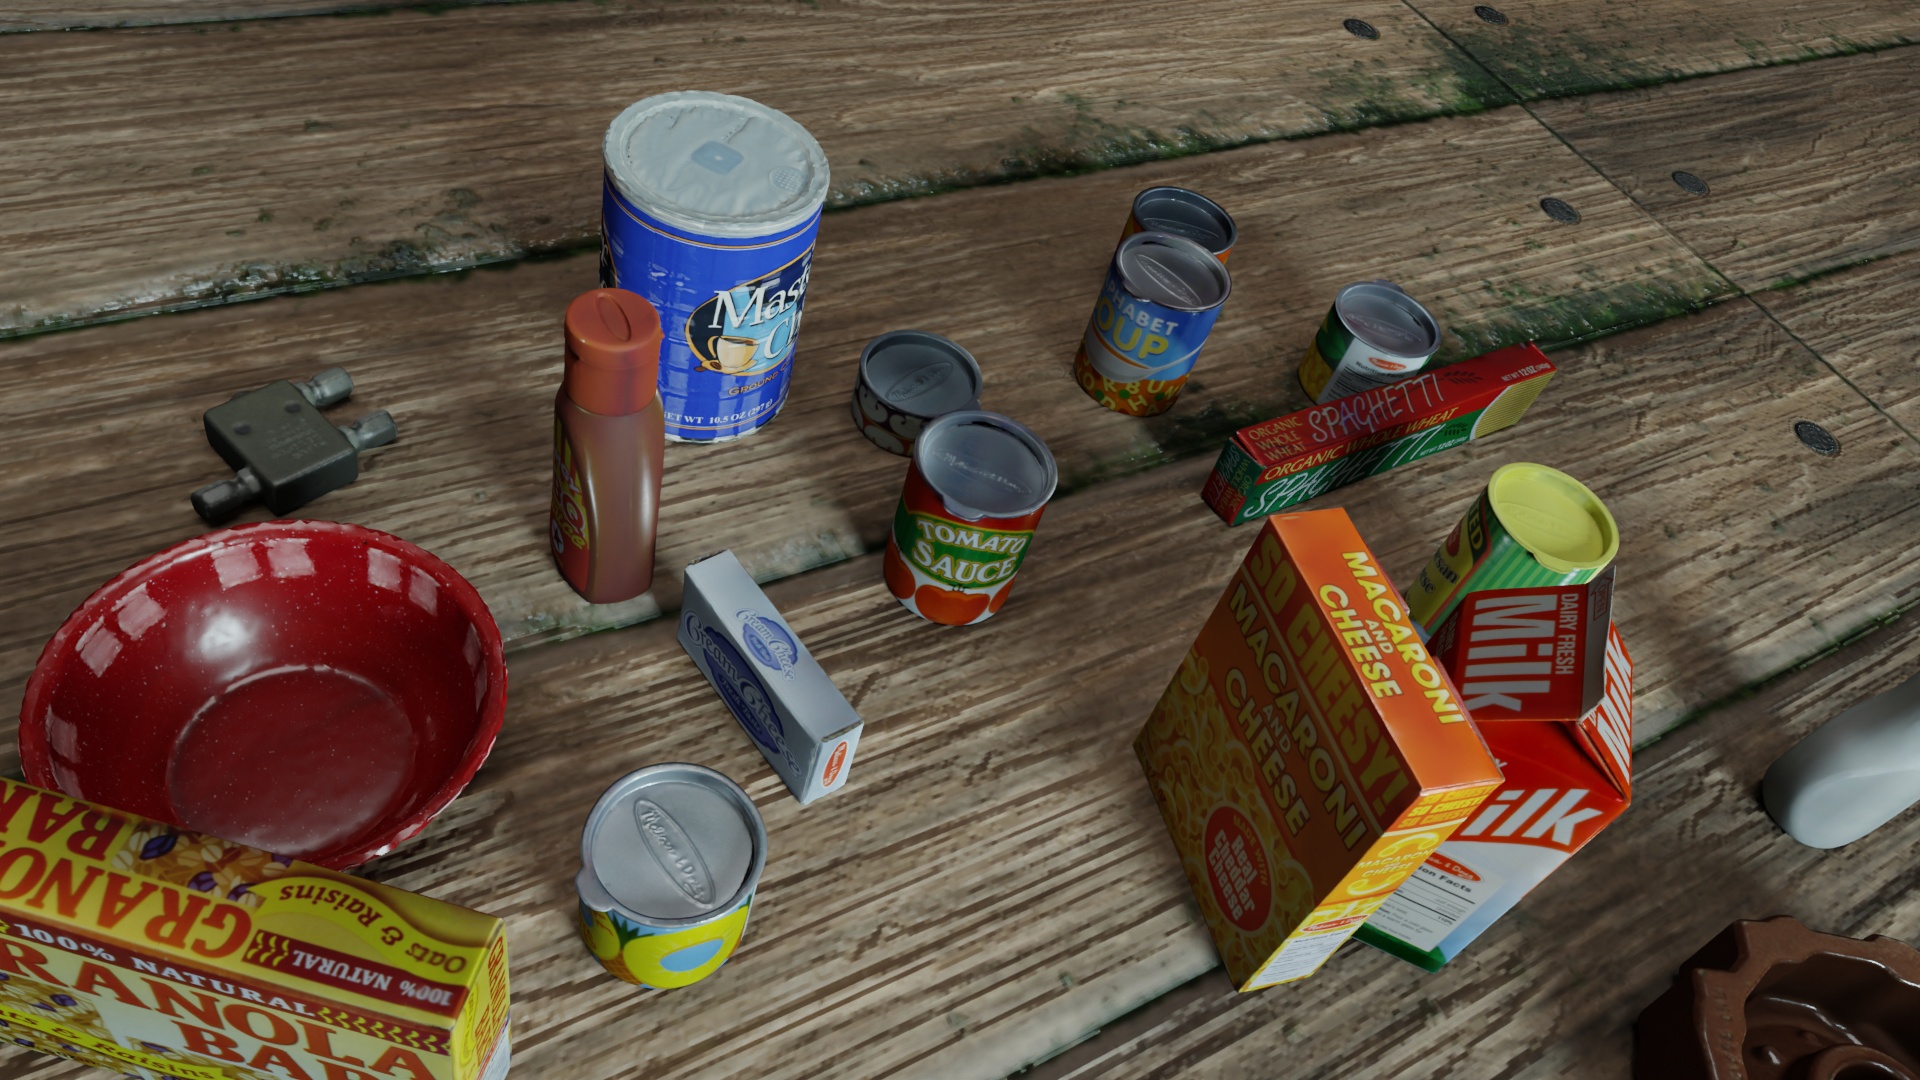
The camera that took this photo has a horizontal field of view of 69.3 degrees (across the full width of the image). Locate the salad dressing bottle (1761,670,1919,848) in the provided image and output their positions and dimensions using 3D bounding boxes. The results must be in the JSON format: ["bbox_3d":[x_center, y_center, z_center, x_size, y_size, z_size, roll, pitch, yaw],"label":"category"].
[{"bbox_3d":[0.448,0.093,0.660,0.064,0.146,0.044,8,49,-11],"label":"salad dressing bottle"}]

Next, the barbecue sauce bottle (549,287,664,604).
[{"bbox_3d":[-0.150,-0.040,0.590,0.044,0.147,0.065,-14,56,-27],"label":"barbecue sauce bottle"}]

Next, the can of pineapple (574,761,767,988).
[{"bbox_3d":[-0.111,0.126,0.520,0.071,0.057,0.071,9,48,-10],"label":"can of pineapple"}]

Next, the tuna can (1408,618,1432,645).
[{"bbox_3d":[0.214,0.074,0.682,0.071,0.032,0.071,9,48,-10],"label":"tuna can"}]

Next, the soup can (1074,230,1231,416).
[{"bbox_3d":[0.104,-0.120,0.782,0.071,0.083,0.072,9,48,-10],"label":"soup can"}]

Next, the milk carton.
[{"bbox_3d":[0.207,0.091,0.558,0.073,0.189,0.073,24,48,4],"label":"milk carton"}]

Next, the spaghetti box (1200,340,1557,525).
[{"bbox_3d":[0.245,-0.065,0.800,0.251,0.049,0.029,-18,58,-29],"label":"spaghetti box"}]

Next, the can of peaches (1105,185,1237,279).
[{"bbox_3d":[0.128,-0.173,0.853,0.071,0.057,0.071,9,48,-10],"label":"can of peaches"}]

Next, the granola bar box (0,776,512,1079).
[{"bbox_3d":[-0.227,0.137,0.430,0.166,0.123,0.039,17,48,-3],"label":"granola bar box"}]

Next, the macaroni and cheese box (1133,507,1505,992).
[{"bbox_3d":[0.132,0.087,0.556,0.040,0.165,0.124,-5,52,-21],"label":"macaroni and cheese box"}]

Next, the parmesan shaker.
[{"bbox_3d":[0.270,0.021,0.698,0.071,0.102,0.072,9,48,-10],"label":"parmesan shaker"}]

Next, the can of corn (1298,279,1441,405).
[{"bbox_3d":[0.245,-0.114,0.837,0.071,0.058,0.071,9,48,-10],"label":"can of corn"}]

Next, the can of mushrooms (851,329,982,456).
[{"bbox_3d":[-0.022,-0.077,0.739,0.071,0.033,0.071,9,48,-10],"label":"can of mushrooms"}]

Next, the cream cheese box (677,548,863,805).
[{"bbox_3d":[-0.083,0.058,0.591,0.024,0.053,0.104,-25,61,-33],"label":"cream cheese box"}]

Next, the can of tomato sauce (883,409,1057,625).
[{"bbox_3d":[0.002,-0.008,0.654,0.071,0.082,0.071,9,48,-10],"label":"can of tomato sauce"}]
